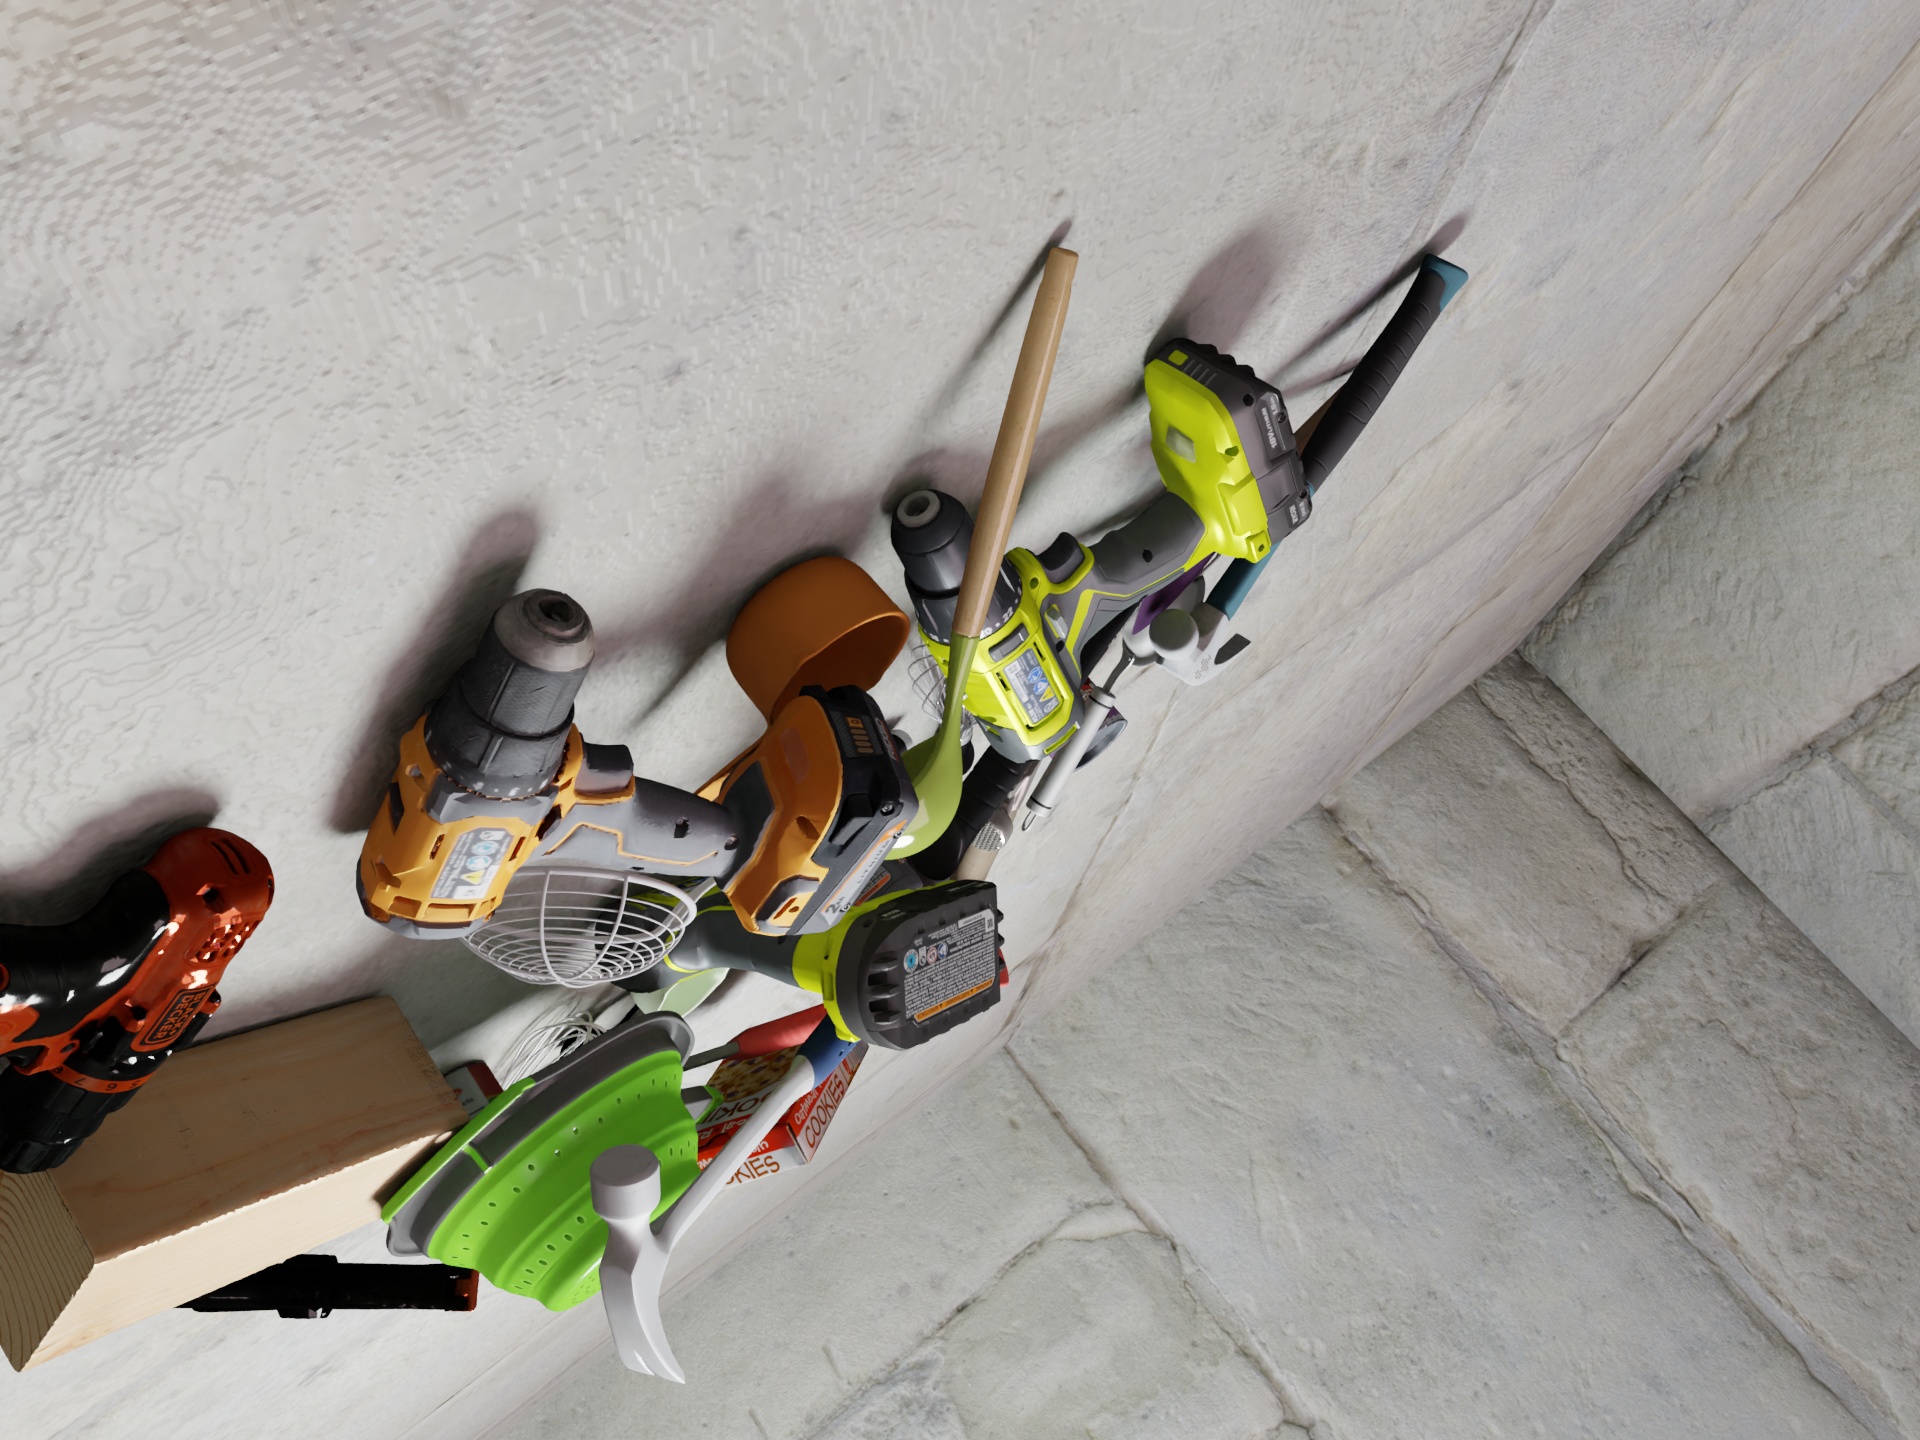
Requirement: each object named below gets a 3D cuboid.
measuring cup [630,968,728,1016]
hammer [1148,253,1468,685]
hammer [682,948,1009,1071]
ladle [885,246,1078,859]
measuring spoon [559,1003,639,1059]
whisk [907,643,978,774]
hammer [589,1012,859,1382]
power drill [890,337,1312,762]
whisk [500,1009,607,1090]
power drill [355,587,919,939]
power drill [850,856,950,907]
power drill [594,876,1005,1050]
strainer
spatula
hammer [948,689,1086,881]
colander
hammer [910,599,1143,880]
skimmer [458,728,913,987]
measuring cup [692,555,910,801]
[{"bbox_3d":[-0.224,0.207,1.115,0.167,0.038,0.083,-50,164,10],"label":"measuring cup"},{"bbox_3d":[0.229,-0.164,1.031,0.331,0.033,0.128,-56,160,-3],"label":"hammer"},{"bbox_3d":[-0.135,0.238,1.204,0.359,0.037,0.149,-19,167,8],"label":"hammer"},{"bbox_3d":[-0.003,-0.070,0.767,0.078,0.062,0.320,-66,172,-65],"label":"ladle"},{"bbox_3d":[-0.243,0.204,1.146,0.128,0.021,0.042,-45,-178,-15],"label":"measuring spoon"},{"bbox_3d":[-0.002,-0.002,1.064,0.070,0.070,0.284,-37,168,-11],"label":"whisk"},{"bbox_3d":[-0.102,0.226,0.969,0.405,0.035,0.144,-42,135,-63],"label":"hammer"},{"bbox_3d":[0.073,-0.102,0.870,0.228,0.080,0.190,-39,138,-8],"label":"power drill"},{"bbox_3d":[-0.330,0.283,1.112,0.246,0.058,0.059,-43,130,19],"label":"whisk"},{"bbox_3d":[-0.132,0.023,0.704,0.226,0.084,0.185,5,136,-35],"label":"power drill"},{"bbox_3d":[-0.071,0.141,1.248,0.164,0.084,0.226,-42,168,-3],"label":"power drill"},{"bbox_3d":[-0.090,0.132,0.985,0.171,0.223,0.080,-14,105,-53],"label":"power drill"},{"bbox_3d":[0.109,-0.025,1.188,0.050,0.087,0.258,24,103,-24],"label":"strainer"},{"bbox_3d":[0.200,-0.155,1.055,0.316,0.018,0.059,-45,161,-32],"label":"spatula"},{"bbox_3d":[0.005,0.127,1.223,0.146,0.038,0.410,-58,173,-36],"label":"hammer"},{"bbox_3d":[-0.201,0.283,0.996,0.204,0.094,0.397,-44,166,1],"label":"colander"},{"bbox_3d":[0.071,-0.029,1.018,0.335,0.035,0.146,-52,170,-28],"label":"hammer"},{"bbox_3d":[-0.139,0.053,0.928,0.127,0.090,0.363,-19,-170,35],"label":"skimmer"},{"bbox_3d":[-0.105,-0.014,0.806,0.173,0.052,0.095,-42,164,11],"label":"measuring cup"}]
